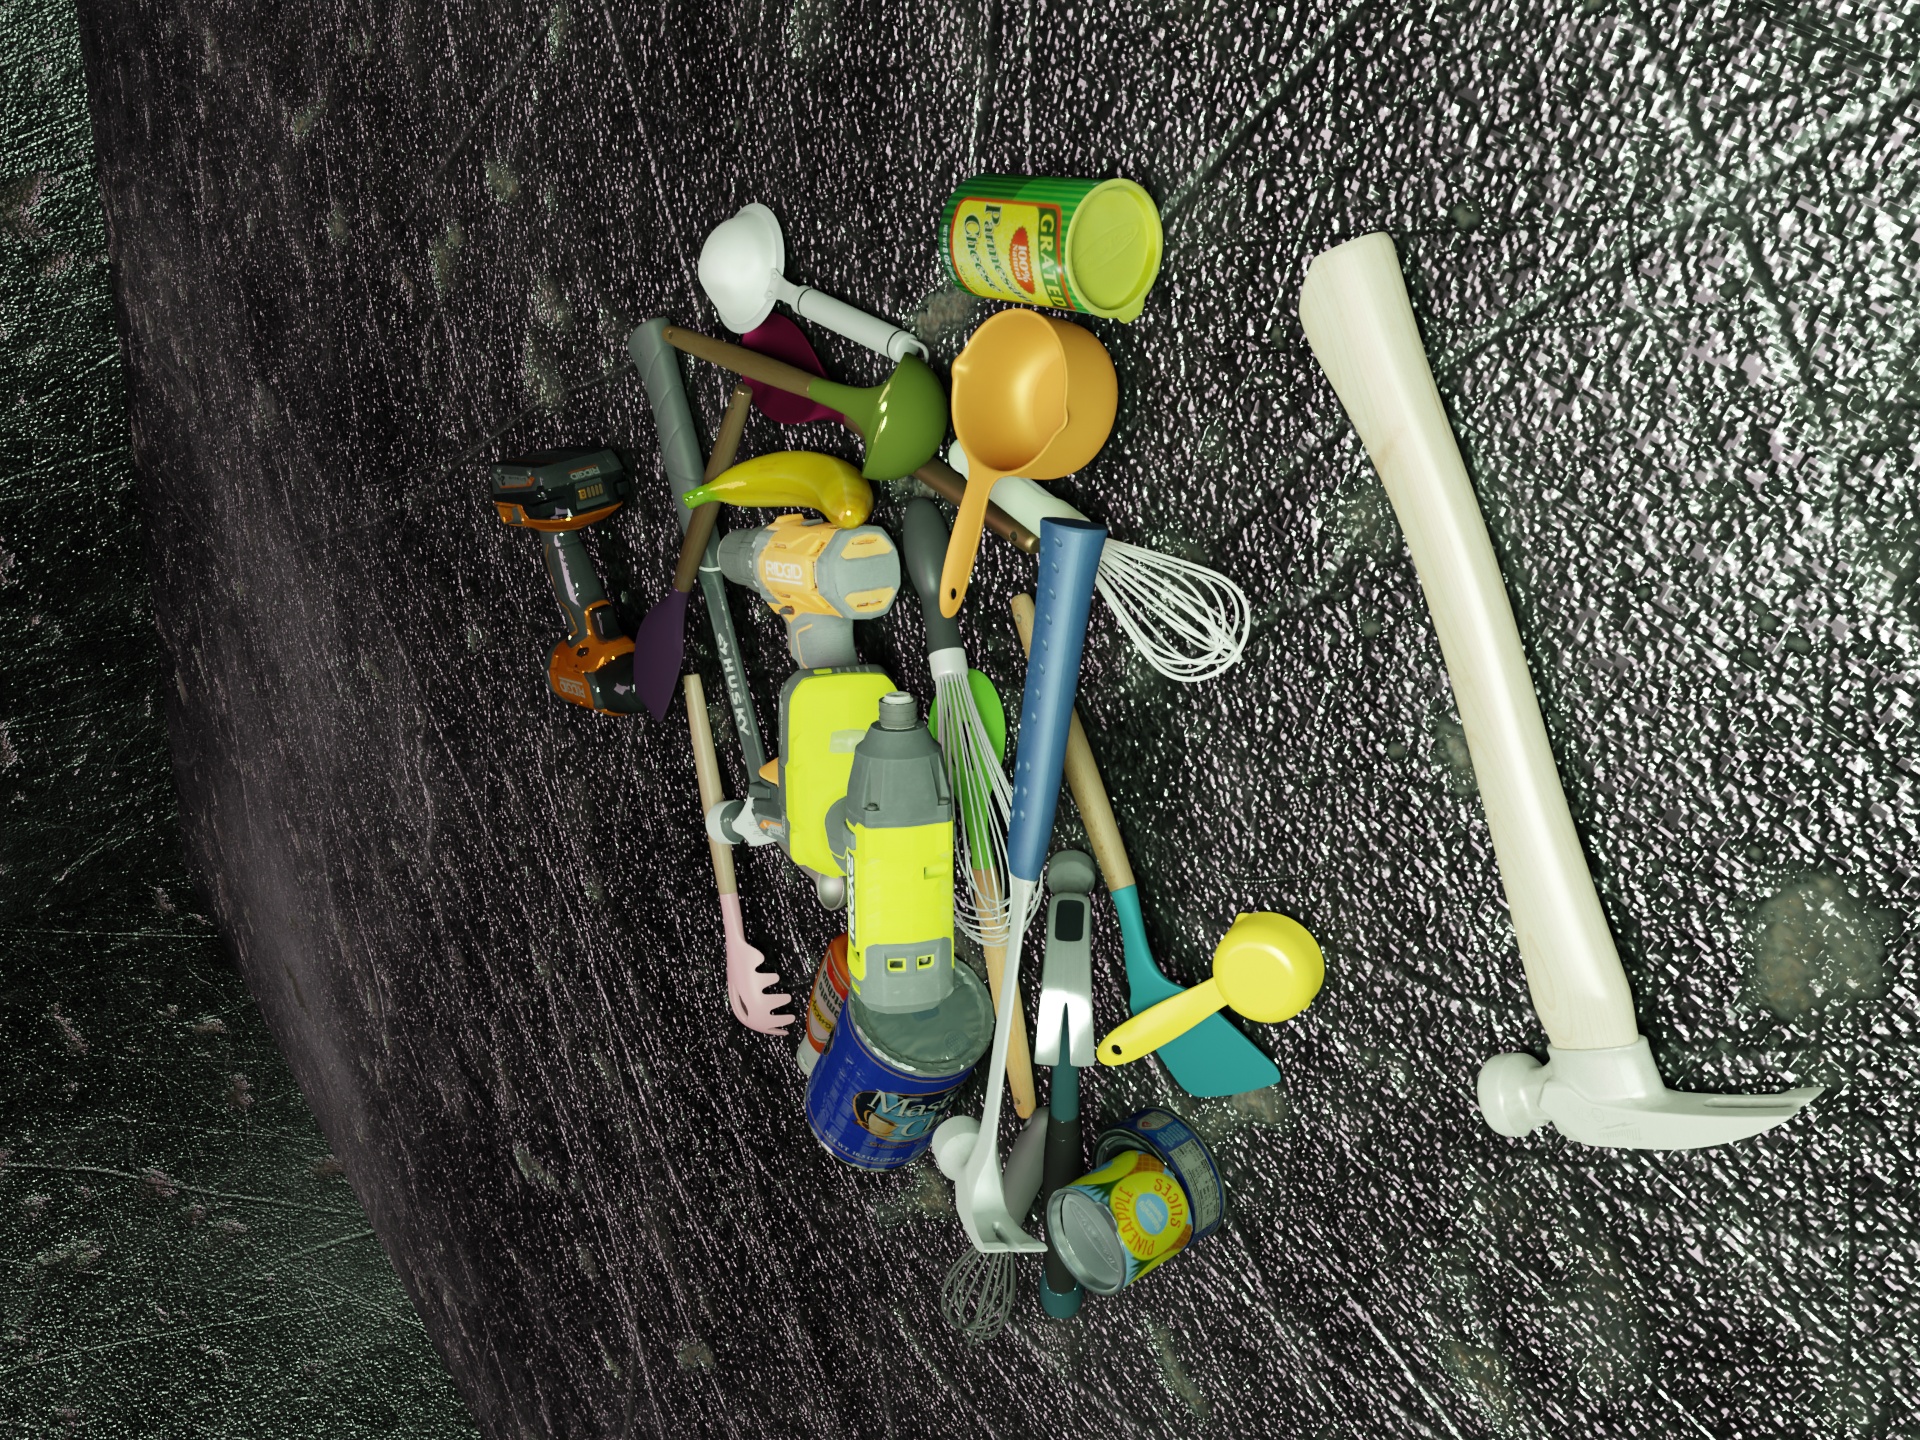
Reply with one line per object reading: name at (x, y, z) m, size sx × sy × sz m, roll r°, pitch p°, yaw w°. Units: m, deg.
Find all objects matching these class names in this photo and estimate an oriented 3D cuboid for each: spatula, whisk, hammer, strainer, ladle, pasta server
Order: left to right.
spatula at (-0.203, -0.121, 1.189) m, size 0.060 × 0.018 × 0.315 m, roll 50°, pitch 136°, yaw 25°
hammer at (-0.188, -0.102, 1.218) m, size 0.149 × 0.036 × 0.409 m, roll -6°, pitch 99°, yaw 50°
pasta server at (-0.192, 0.116, 1.333) m, size 0.060 × 0.040 × 0.316 m, roll -1°, pitch 100°, yaw 53°
ladle at (-0.117, -0.224, 1.029) m, size 0.320 × 0.062 × 0.078 m, roll 29°, pitch 103°, yaw 43°
strainer at (-0.107, -0.277, 1.035) m, size 0.259 × 0.050 × 0.086 m, roll 34°, pitch 115°, yaw 37°
whisk at (-0.002, -0.003, 0.971) m, size 0.070 × 0.070 × 0.285 m, roll -27°, pitch 69°, yaw 54°
whisk at (0.032, 0.358, 1.125) m, size 0.055 × 0.055 × 0.238 m, roll 41°, pitch 130°, yaw 35°
hammer at (0.036, 0.095, 0.862) m, size 0.144 × 0.035 × 0.405 m, roll -129°, pitch 44°, yaw -71°
hammer at (0.066, 0.251, 1.000) m, size 0.128 × 0.033 × 0.330 m, roll -81°, pitch -9°, yaw -58°
whisk at (0.069, -0.098, 0.878) m, size 0.059 × 0.057 × 0.247 m, roll -54°, pitch 52°, yaw 9°
spatula at (0.094, 0.072, 0.934) m, size 0.082 × 0.044 × 0.317 m, roll -31°, pitch 75°, yaw 53°
hammer at (0.239, -0.014, 0.690) m, size 0.146 × 0.038 × 0.410 m, roll -17°, pitch 91°, yaw 53°

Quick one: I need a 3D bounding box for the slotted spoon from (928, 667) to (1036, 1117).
slotted spoon at (0.021, 0.120, 1.048) m, size 0.070 × 0.031 × 0.313 m, roll 7°, pitch 112°, yaw 48°

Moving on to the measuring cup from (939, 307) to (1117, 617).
measuring cup at (0.031, -0.136, 0.871) m, size 0.095 × 0.052 × 0.173 m, roll 37°, pitch 119°, yaw 41°

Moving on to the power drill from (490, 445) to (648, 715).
power drill at (-0.313, -0.112, 1.347) m, size 0.164 × 0.084 × 0.226 m, roll 14°, pitch 120°, yaw 50°

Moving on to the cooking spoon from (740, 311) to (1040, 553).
cooking spoon at (-0.054, -0.183, 1.019) m, size 0.319 × 0.017 × 0.068 m, roll 40°, pitch 124°, yaw 37°

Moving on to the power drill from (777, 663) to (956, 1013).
power drill at (-0.052, 0.047, 0.931) m, size 0.223 × 0.080 × 0.171 m, roll -134°, pitch 42°, yaw -69°

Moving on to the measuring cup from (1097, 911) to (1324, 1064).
measuring cup at (0.129, 0.159, 0.873) m, size 0.156 × 0.029 × 0.062 m, roll -37°, pitch 85°, yaw 31°

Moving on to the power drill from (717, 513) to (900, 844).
power drill at (-0.108, -0.031, 1.111) m, size 0.185 × 0.084 × 0.226 m, roll 14°, pitch 112°, yaw 52°

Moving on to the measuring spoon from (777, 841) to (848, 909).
measuring spoon at (-0.117, 0.105, 1.238) m, size 0.124 × 0.018 × 0.034 m, roll 41°, pitch 119°, yaw 45°
